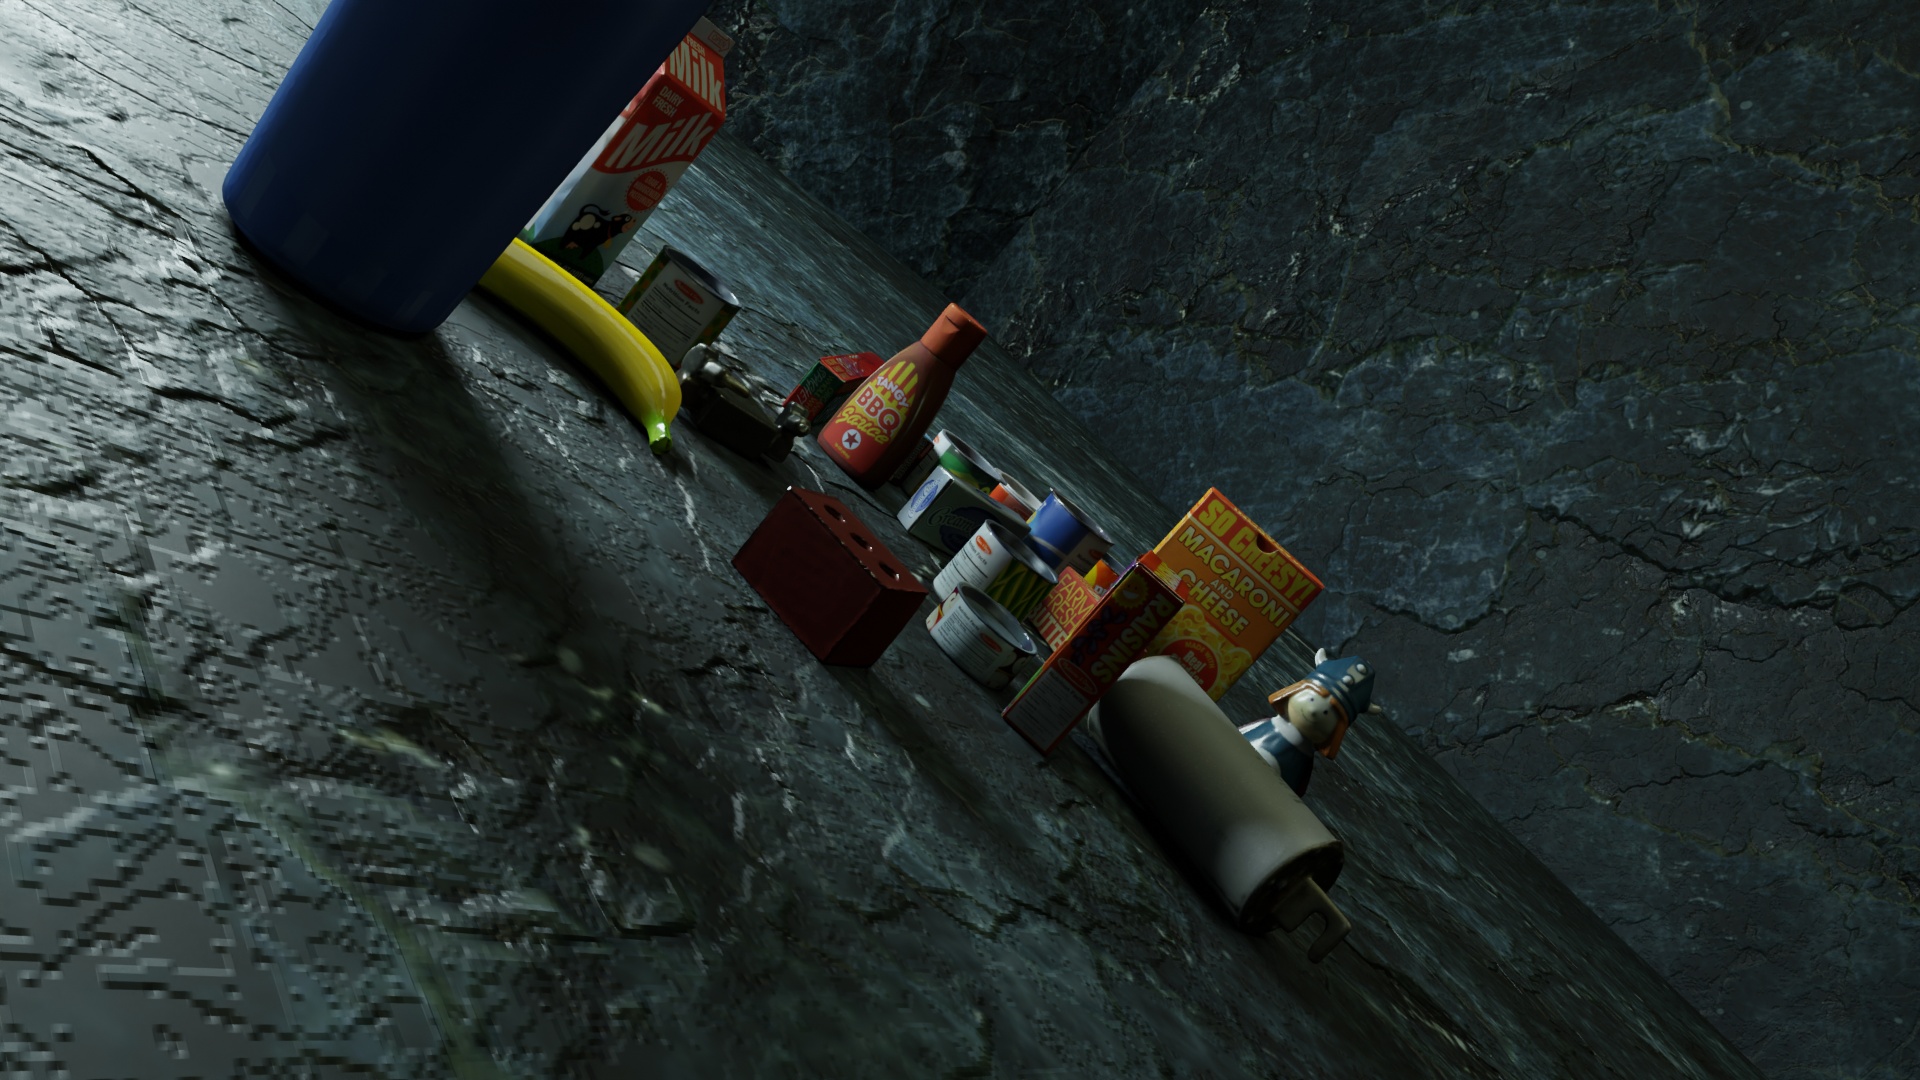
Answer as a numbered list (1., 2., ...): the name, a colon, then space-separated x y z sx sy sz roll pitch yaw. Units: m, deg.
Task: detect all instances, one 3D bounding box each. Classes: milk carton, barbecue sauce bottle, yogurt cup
1. milk carton: -0.227 -0.268 0.915 0.073 0.190 0.072 45 11 23
2. barbecue sauce bottle: -0.040 -0.112 1.051 0.065 0.148 0.043 45 11 23
3. yogurt cup: 0.042 -0.019 1.222 0.072 0.054 0.072 39 10 -9

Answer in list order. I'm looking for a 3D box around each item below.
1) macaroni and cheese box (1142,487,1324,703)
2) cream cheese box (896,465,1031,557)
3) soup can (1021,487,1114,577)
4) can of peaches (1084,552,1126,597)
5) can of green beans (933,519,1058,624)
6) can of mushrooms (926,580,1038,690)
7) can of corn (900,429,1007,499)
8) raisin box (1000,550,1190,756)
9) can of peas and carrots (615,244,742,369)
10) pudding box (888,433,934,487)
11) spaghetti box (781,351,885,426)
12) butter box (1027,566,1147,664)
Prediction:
1. macaroni and cheese box: 0.201 0.058 1.164 0.124 0.166 0.040 41 10 2
2. cream cheese box: 0.004 -0.013 1.066 0.103 0.053 0.024 30 15 -45
3. soup can: 0.071 0.010 1.126 0.071 0.083 0.071 39 10 -9
4. can of peaches: 0.118 0.043 1.228 0.071 0.058 0.071 39 10 -9
5. can of green beans: 0.024 0.029 0.956 0.071 0.057 0.071 39 10 -9
6. can of mushrooms: 0.014 0.059 0.861 0.071 0.033 0.071 39 11 -9
7. can of corn: -0.006 -0.048 1.158 0.071 0.058 0.071 39 10 -9
8. raisin box: 0.083 0.065 0.837 0.040 0.123 0.086 42 10 7
9. can of peas and carrots: -0.193 -0.159 0.951 0.071 0.058 0.071 39 10 -9
10. pudding box: -0.059 -0.088 1.156 0.030 0.049 0.084 34 13 -36
11. spaghetti box: -0.101 -0.132 1.186 0.028 0.050 0.250 41 11 -2
12. butter box: 0.093 0.069 1.046 0.024 0.053 0.104 33 13 -39
